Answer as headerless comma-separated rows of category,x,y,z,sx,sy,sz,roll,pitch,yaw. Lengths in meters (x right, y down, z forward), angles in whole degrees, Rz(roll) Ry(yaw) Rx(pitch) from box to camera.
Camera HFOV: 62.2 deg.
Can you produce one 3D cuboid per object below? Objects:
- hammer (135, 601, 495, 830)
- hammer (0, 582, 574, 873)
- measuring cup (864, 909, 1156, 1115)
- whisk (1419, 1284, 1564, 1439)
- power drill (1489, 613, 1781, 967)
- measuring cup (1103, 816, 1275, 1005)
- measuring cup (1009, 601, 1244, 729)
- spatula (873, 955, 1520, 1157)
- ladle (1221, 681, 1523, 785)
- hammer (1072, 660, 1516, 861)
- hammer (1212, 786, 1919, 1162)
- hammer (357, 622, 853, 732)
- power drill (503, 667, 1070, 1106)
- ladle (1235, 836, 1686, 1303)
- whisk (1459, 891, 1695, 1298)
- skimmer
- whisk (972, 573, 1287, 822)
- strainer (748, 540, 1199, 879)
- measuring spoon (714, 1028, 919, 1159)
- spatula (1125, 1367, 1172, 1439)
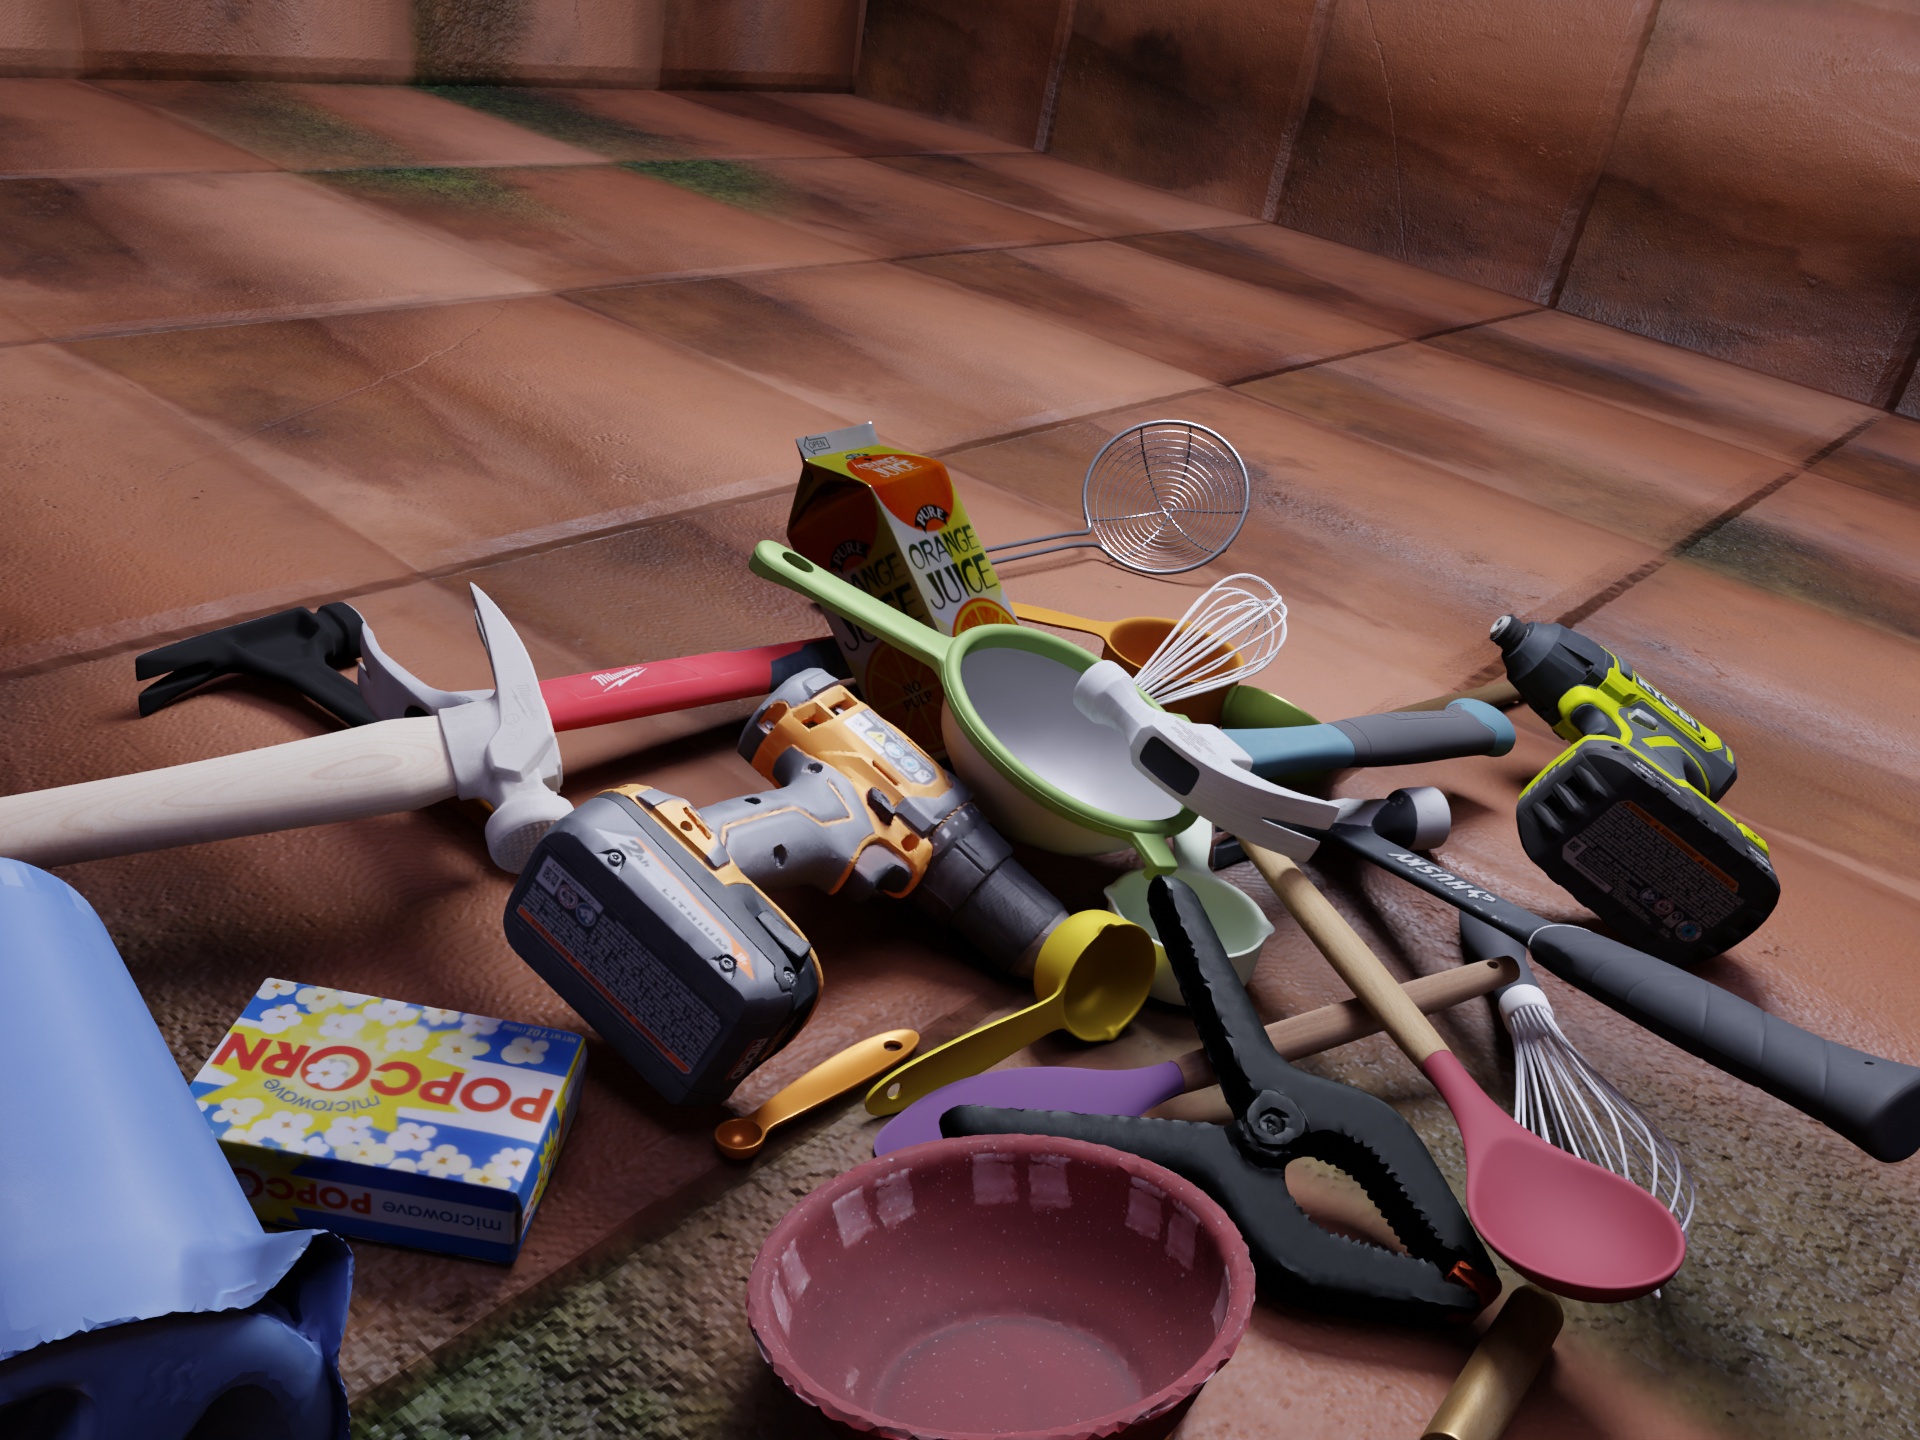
hammer,-0.257,0.026,0.785,0.337,0.034,0.127,26,31,26
hammer,-0.372,0.038,0.635,0.410,0.038,0.146,-12,53,-19
measuring cup,0.019,0.128,0.690,0.156,0.062,0.029,-21,29,-29
whisk,0.148,0.249,0.514,0.047,0.051,0.245,22,26,31
power drill,0.381,0.028,0.923,0.171,0.080,0.223,37,29,-4
measuring cup,0.112,0.088,0.804,0.083,0.038,0.168,12,24,4
measuring cup,0.089,-0.034,1.003,0.173,0.052,0.095,15,28,11
spatula,0.113,0.144,0.682,0.316,0.018,0.060,-12,37,-22
ladle,0.285,-0.011,1.027,0.320,0.062,0.078,-11,25,-40
hammer,0.208,0.012,0.861,0.331,0.033,0.128,-4,39,-45
hammer,0.256,0.095,0.718,0.149,0.036,0.409,-2,12,-16
hammer,-0.135,-0.032,0.893,0.143,0.038,0.386,30,28,35
power drill,-0.059,0.076,0.691,0.185,0.084,0.226,41,32,10
ladle,0.186,0.127,0.671,0.069,0.031,0.316,-9,30,-14
whisk,0.265,0.150,0.724,0.070,0.070,0.285,11,23,0
skimmer,0.058,-0.142,1.148,0.363,0.090,0.127,-17,70,-38
whisk,0.096,-0.011,0.901,0.246,0.059,0.058,-33,12,-24
strainer,-0.001,-0.003,0.802,0.256,0.069,0.152,29,30,-3
measuring spoon,-0.056,0.153,0.653,0.021,0.011,0.117,19,24,33
spatula,0.023,0.266,0.459,0.081,0.041,0.322,21,26,19
